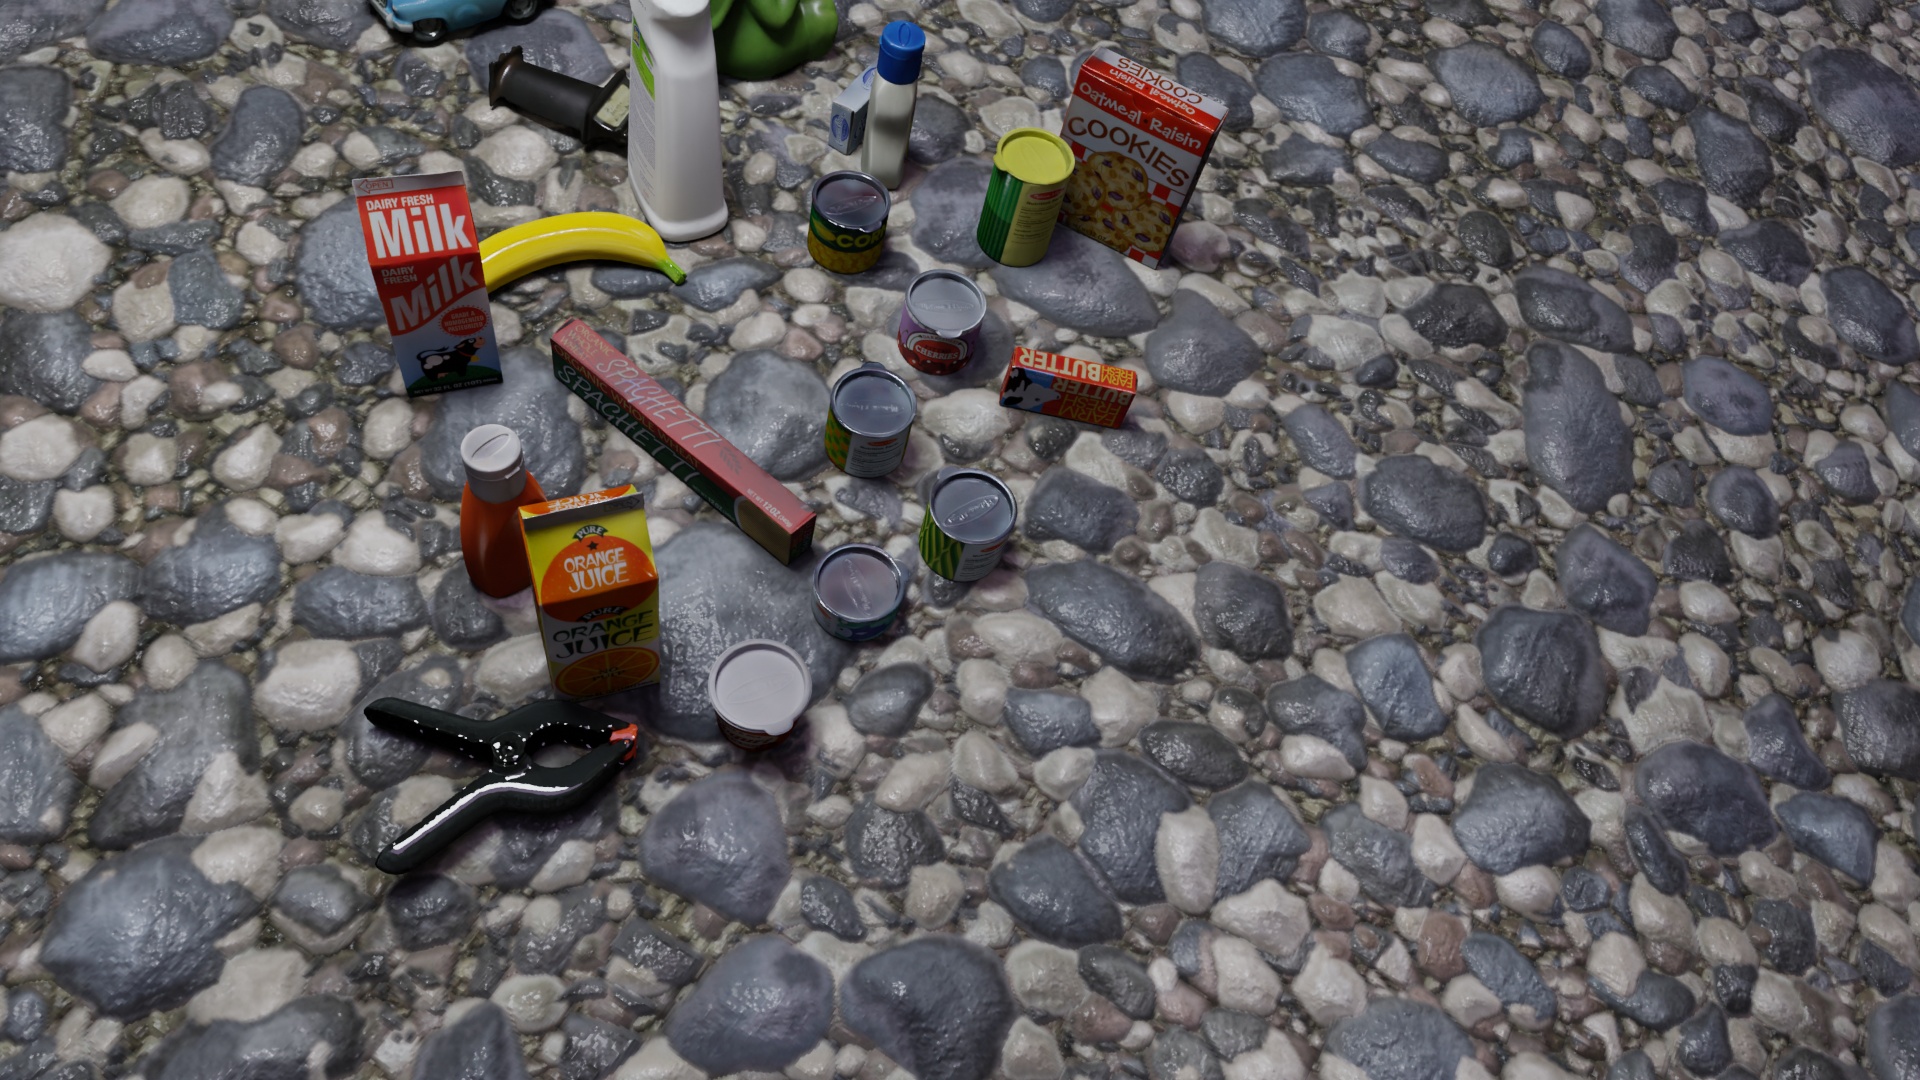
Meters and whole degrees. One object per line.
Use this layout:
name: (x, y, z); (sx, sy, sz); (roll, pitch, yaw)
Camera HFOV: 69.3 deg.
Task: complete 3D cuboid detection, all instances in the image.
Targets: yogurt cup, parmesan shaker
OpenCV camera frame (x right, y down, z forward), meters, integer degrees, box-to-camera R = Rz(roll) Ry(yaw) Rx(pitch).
yogurt cup: (-0.136, 0.107, 0.938); (0.072, 0.053, 0.073); (5, 58, -9)
parmesan shaker: (0.051, -0.294, 1.195); (0.071, 0.102, 0.071); (5, 58, -9)

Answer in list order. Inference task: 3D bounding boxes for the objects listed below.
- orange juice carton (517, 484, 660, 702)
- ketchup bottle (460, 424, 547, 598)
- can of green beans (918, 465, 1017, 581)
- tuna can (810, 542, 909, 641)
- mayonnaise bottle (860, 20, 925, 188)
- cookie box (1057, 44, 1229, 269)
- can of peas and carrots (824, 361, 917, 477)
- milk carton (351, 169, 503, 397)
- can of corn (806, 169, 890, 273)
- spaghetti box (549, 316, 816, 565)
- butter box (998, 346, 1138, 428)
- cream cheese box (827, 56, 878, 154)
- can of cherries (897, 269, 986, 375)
orange juice carton: (-0.235, 0.028, 0.884); (0.072, 0.191, 0.073); (-12, 63, -19)
ketchup bottle: (-0.304, -0.020, 0.925); (0.043, 0.148, 0.065); (39, 59, 12)
can of green beans: (0.005, -0.011, 1.038); (0.071, 0.057, 0.071); (5, 58, -9)
tuna can: (-0.073, 0.037, 1.007); (0.071, 0.032, 0.071); (5, 58, -9)
mayonnaise bottle: (-0.058, -0.375, 1.196); (0.041, 0.147, 0.065); (6, 58, -8)
cookie box: (0.144, -0.326, 1.196); (0.123, 0.166, 0.040); (28, 58, 6)
can of peas and carrots: (-0.071, -0.093, 1.072); (0.071, 0.058, 0.071); (5, 58, -9)
milk carton: (-0.378, -0.191, 0.990); (0.072, 0.189, 0.074); (-12, 62, -18)
can of corn: (-0.094, -0.267, 1.175); (0.071, 0.058, 0.071); (5, 58, -9)
spaghetti box: (-0.210, -0.075, 1.037); (0.250, 0.050, 0.029); (38, 59, 12)
butter box: (0.087, -0.124, 1.128); (0.103, 0.052, 0.024); (11, 58, -5)
cream cheese box: (-0.082, -0.402, 1.263); (0.024, 0.053, 0.104); (30, 58, 7)
can of cherries: (-0.017, -0.176, 1.135); (0.071, 0.058, 0.072); (5, 58, -9)
